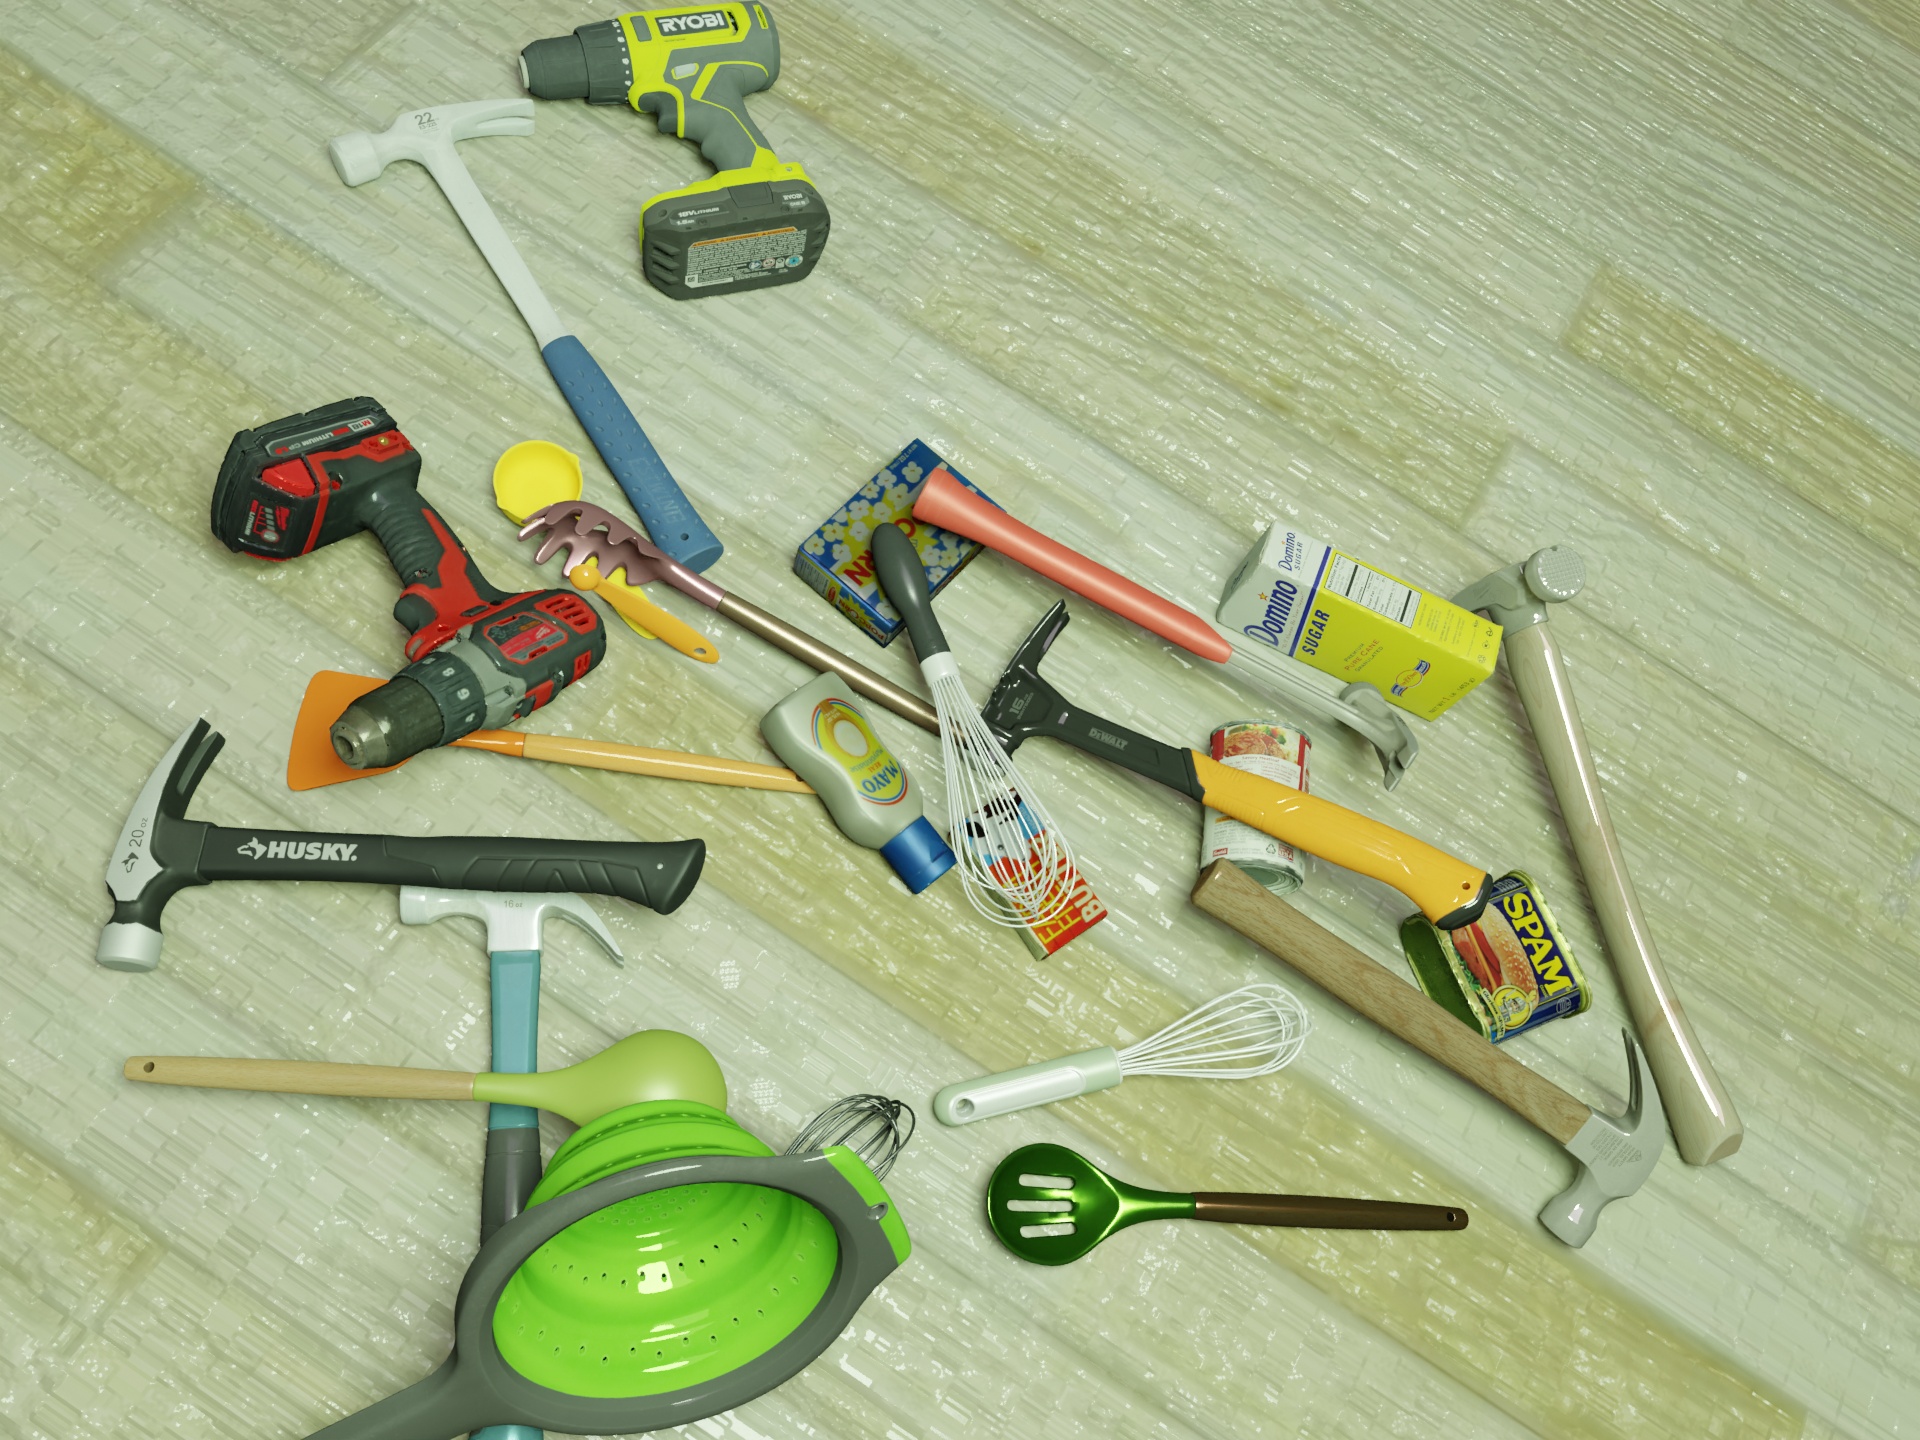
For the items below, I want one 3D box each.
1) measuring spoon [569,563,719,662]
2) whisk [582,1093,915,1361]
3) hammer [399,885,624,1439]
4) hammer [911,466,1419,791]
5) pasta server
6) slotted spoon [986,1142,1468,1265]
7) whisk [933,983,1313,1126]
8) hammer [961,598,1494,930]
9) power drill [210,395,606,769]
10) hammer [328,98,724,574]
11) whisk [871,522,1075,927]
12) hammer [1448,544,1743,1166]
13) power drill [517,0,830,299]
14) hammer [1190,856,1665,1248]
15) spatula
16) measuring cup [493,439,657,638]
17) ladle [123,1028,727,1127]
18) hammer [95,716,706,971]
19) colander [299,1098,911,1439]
[{"bbox_3d":[-0.200,-0.064,1.012,0.116,0.021,0.011,34,38,-34],"label":"measuring spoon"},{"bbox_3d":[-0.121,0.293,0.896,0.239,0.055,0.055,-38,80,-19],"label":"whisk"},{"bbox_3d":[-0.253,0.244,0.894,0.128,0.033,0.331,-1,68,-12],"label":"hammer"},{"bbox_3d":[0.133,-0.066,1.048,0.359,0.149,0.036,27,108,-3],"label":"hammer"},{"bbox_3d":[-0.134,-0.058,1.031,0.316,0.060,0.040,29,60,-8],"label":"pasta server"},{"bbox_3d":[0.164,0.298,0.967,0.313,0.031,0.070,6,67,-12],"label":"slotted spoon"},{"bbox_3d":[0.103,0.211,0.980,0.246,0.059,0.058,-11,98,-12],"label":"whisk"},{"bbox_3d":[0.173,0.037,1.006,0.337,0.034,0.127,24,74,20],"label":"hammer"},{"bbox_3d":[-0.346,-0.077,0.952,0.227,0.080,0.188,44,40,7],"label":"power drill"},{"bbox_3d":[-0.278,-0.271,1.101,0.144,0.035,0.406,-29,76,-21],"label":"hammer"},{"bbox_3d":[0.000,-0.004,1.007,0.070,0.070,0.285,-15,72,-18],"label":"whisk"},{"bbox_3d":[0.428,0.094,1.079,0.038,0.146,0.411,-14,81,-17],"label":"hammer"},{"bbox_3d":[-0.205,-0.425,1.161,0.190,0.080,0.229,-15,69,-18],"label":"power drill"},{"bbox_3d":[0.290,0.187,0.990,0.331,0.031,0.130,34,100,-1],"label":"hammer"},{"bbox_3d":[-0.248,0.021,0.995,0.322,0.041,0.081,8,65,-13],"label":"spatula"},{"bbox_3d":[-0.250,-0.115,1.054,0.062,0.029,0.156,-37,91,-19],"label":"measuring cup"},{"bbox_3d":[-0.289,0.201,0.871,0.320,0.062,0.078,3,69,-2],"label":"ladle"},{"bbox_3d":[-0.314,0.075,0.914,0.335,0.035,0.146,2,67,2],"label":"hammer"},{"bbox_3d":[-0.227,0.297,0.807,0.397,0.204,0.095,-25,40,-3],"label":"colander"}]
